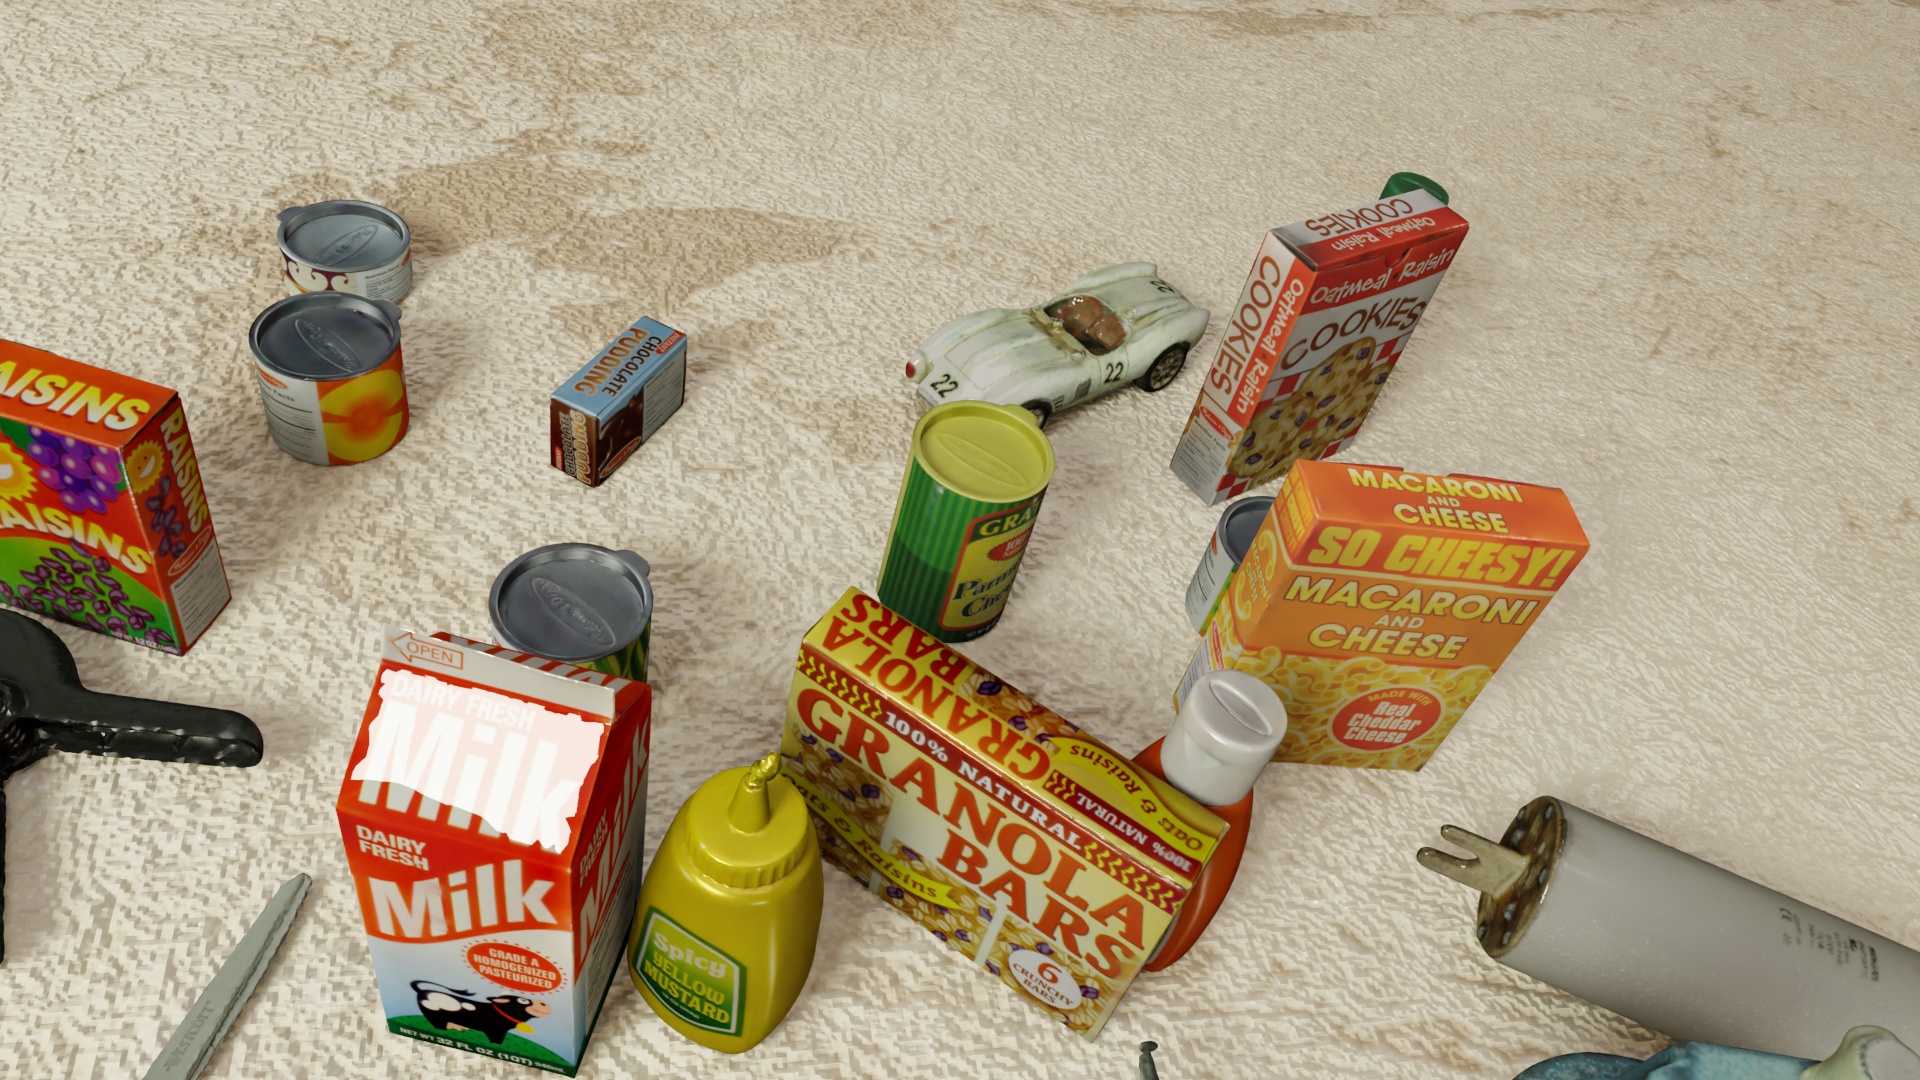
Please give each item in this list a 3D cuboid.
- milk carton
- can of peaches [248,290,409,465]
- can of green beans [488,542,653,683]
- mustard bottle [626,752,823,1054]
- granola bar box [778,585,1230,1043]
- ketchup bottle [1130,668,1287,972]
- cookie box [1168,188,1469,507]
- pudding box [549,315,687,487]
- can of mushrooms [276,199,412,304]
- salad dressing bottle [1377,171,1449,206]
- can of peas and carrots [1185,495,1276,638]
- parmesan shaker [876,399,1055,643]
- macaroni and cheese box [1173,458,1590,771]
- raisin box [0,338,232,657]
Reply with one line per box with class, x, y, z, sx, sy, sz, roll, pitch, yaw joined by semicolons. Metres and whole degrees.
milk carton;-0.149;0.097;0.458;0.072;0.189;0.074;15;45;-1
can of peaches;-0.304;-0.080;0.678;0.071;0.057;0.071;8;46;-8
can of green beans;-0.167;0.044;0.598;0.071;0.057;0.071;8;46;-8
mustard bottle;-0.079;0.120;0.477;0.065;0.159;0.049;28;46;11
granola bar box;0.006;0.108;0.537;0.166;0.123;0.039;31;47;14
ketchup bottle;0.085;0.108;0.542;0.065;0.148;0.044;41;50;23
cookie box;0.195;-0.104;0.765;0.123;0.166;0.040;-21;56;-31
pudding box;-0.175;-0.072;0.713;0.030;0.049;0.084;25;46;9
can of mushrooms;-0.337;-0.155;0.759;0.071;0.033;0.071;8;46;-8
salad dressing bottle;0.246;-0.149;0.836;0.064;0.146;0.044;33;47;16
can of peas and carrots;0.157;0.021;0.710;0.071;0.058;0.071;8;46;-8
parmesan shaker;0.002;-0.008;0.664;0.071;0.102;0.072;8;46;-8
macaroni and cheese box;0.180;0.039;0.624;0.124;0.165;0.040;6;46;-11
raisin box;-0.352;-0.016;0.558;0.086;0.122;0.040;17;45;1
